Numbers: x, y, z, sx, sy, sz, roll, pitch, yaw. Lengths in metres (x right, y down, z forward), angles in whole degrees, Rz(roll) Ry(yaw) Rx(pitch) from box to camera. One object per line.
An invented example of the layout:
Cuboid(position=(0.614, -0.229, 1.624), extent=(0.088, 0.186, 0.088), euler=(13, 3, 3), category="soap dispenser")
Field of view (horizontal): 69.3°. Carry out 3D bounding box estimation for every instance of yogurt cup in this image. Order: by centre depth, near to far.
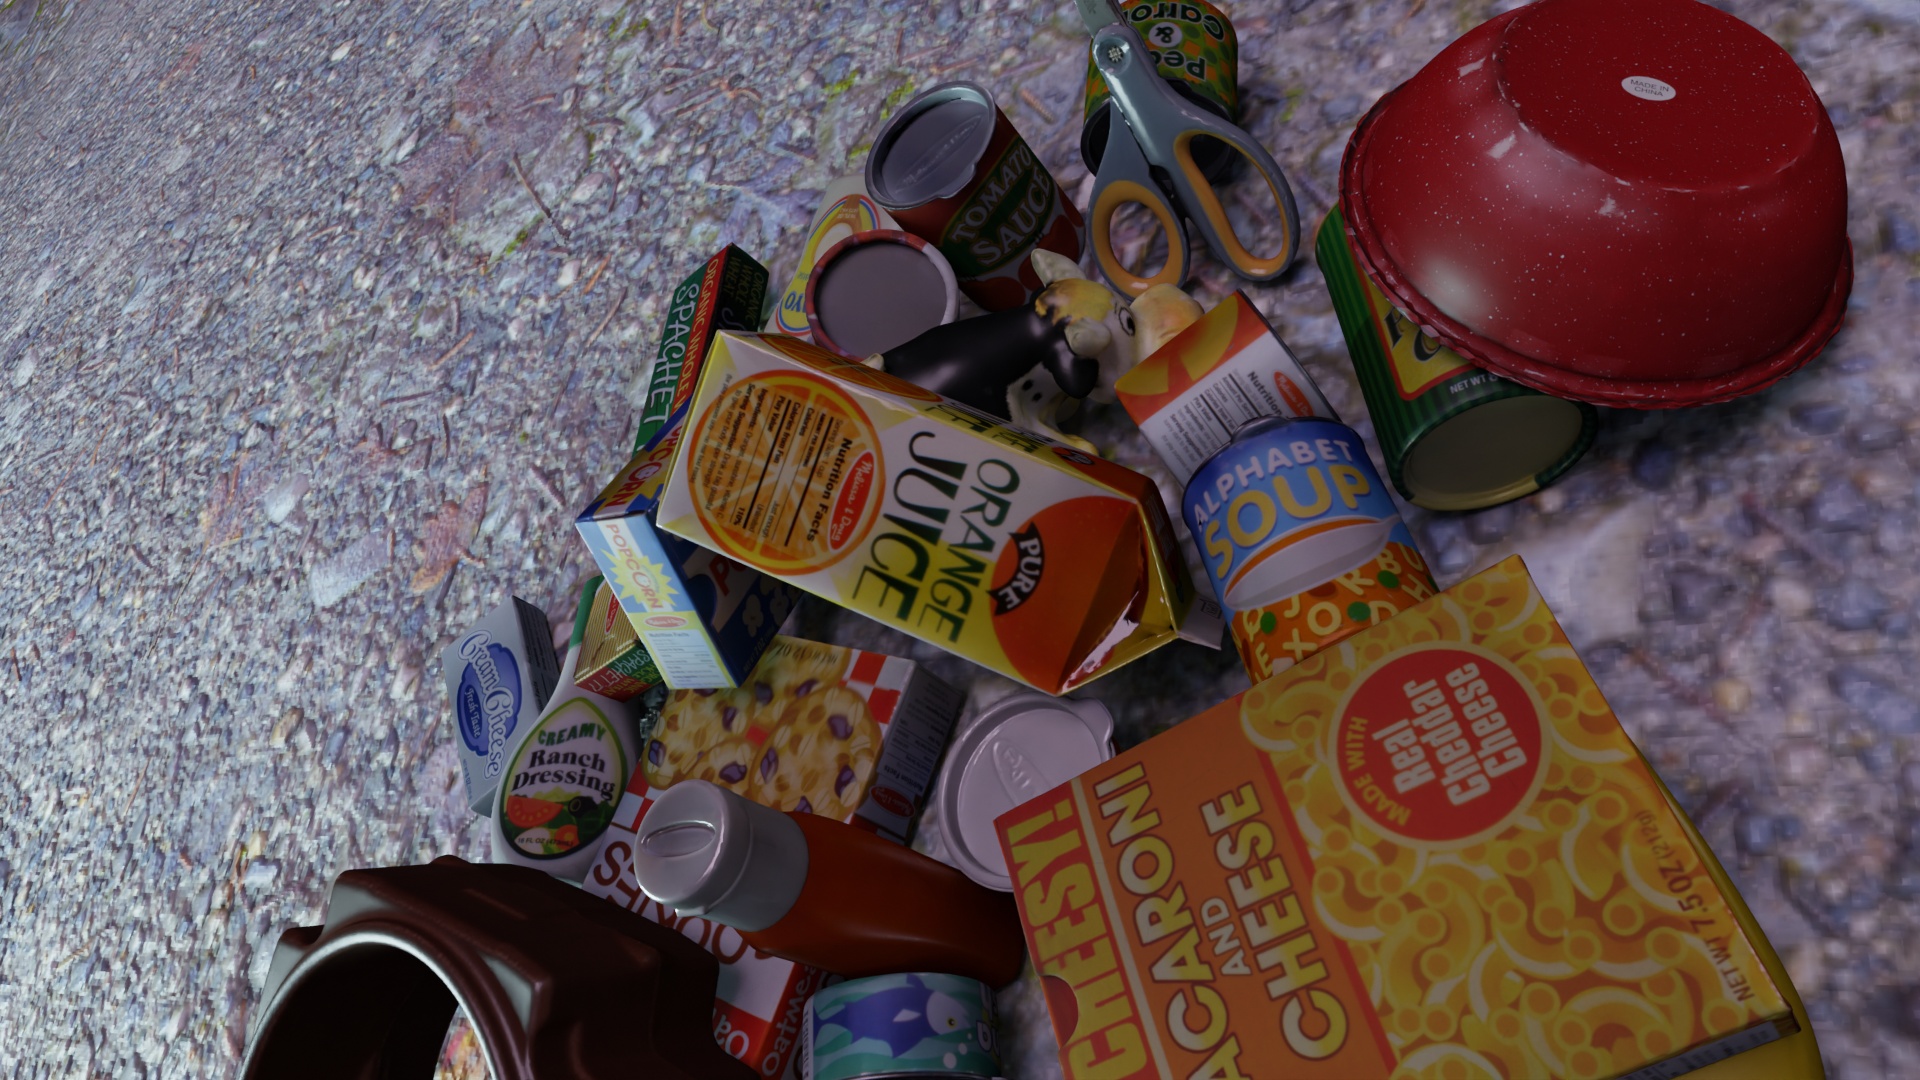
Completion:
Cuboid(position=(0.033, 0.092, 0.473), extent=(0.072, 0.054, 0.073), euler=(-18, 55, 27), category="yogurt cup")

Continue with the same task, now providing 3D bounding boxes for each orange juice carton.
Cuboid(position=(0.002, -0.006, 0.483), extent=(0.193, 0.072, 0.073), euler=(22, 101, 8), category="orange juice carton")

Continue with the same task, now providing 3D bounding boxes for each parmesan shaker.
Cuboid(position=(0.167, -0.070, 0.468), extent=(0.071, 0.071, 0.103), euler=(-23, 53, 23), category="parmesan shaker")

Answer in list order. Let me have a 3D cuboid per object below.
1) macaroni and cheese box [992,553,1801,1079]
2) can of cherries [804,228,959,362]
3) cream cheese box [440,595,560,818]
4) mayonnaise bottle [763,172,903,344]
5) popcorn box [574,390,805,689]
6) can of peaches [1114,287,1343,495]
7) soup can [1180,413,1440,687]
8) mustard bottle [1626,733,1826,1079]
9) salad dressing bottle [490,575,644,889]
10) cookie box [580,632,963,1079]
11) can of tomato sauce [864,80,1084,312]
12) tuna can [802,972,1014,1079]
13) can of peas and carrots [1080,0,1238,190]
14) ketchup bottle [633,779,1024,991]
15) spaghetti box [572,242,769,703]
Cuboid(position=(0.099, 0.096, 0.362), extent=(0.166, 0.040, 0.124), euler=(-30, 52, 17), category="macaroni and cheese box")
Cuboid(position=(-0.035, -0.094, 0.608), extent=(0.071, 0.058, 0.071), euler=(0, 76, 0), category="can of cherries")
Cuboid(position=(-0.222, 0.080, 0.683), extent=(0.053, 0.024, 0.104), euler=(-38, 48, 9), category="cream cheese box")
Cuboid(position=(-0.062, -0.107, 0.669), extent=(0.065, 0.041, 0.148), euler=(12, 70, 36), category="mayonnaise bottle")
Cuboid(position=(-0.094, -0.011, 0.572), extent=(0.038, 0.085, 0.127), euler=(-6, 33, 26), category="popcorn box")
Cuboid(position=(0.097, -0.048, 0.506), extent=(0.058, 0.071, 0.071), euler=(-37, 48, 13), category="can of peaches")
Cuboid(position=(0.115, 0.010, 0.452), extent=(0.071, 0.071, 0.084), euler=(-30, 51, 18), category="soup can")
Cuboid(position=(0.171, 0.089, 0.381), extent=(0.065, 0.048, 0.161), euler=(-27, 51, 18), category="mustard bottle")
Cuboid(position=(-0.167, 0.086, 0.623), extent=(0.064, 0.043, 0.148), euler=(2, 56, 3), category="salad dressing bottle")
Cuboid(position=(-0.083, 0.121, 0.549), extent=(0.123, 0.040, 0.168), euler=(7, 68, 39), category="cookie box")
Cuboid(position=(0.009, -0.149, 0.615), extent=(0.071, 0.083, 0.071), euler=(-17, 55, 27), category="can of tomato sauce")
Cuboid(position=(-0.017, 0.167, 0.457), extent=(0.071, 0.071, 0.033), euler=(-22, 53, 24), category="tuna can")
Cuboid(position=(0.086, -0.192, 0.595), extent=(0.071, 0.071, 0.059), euler=(-12, 57, 30), category="can of peas and carrots")
Cuboid(position=(-0.041, 0.116, 0.448), extent=(0.064, 0.148, 0.044), euler=(-14, 58, 29), category="ketchup bottle")
Cuboid(position=(-0.133, -0.042, 0.663), extent=(0.050, 0.028, 0.251), euler=(-29, 42, 36), category="spaghetti box")
